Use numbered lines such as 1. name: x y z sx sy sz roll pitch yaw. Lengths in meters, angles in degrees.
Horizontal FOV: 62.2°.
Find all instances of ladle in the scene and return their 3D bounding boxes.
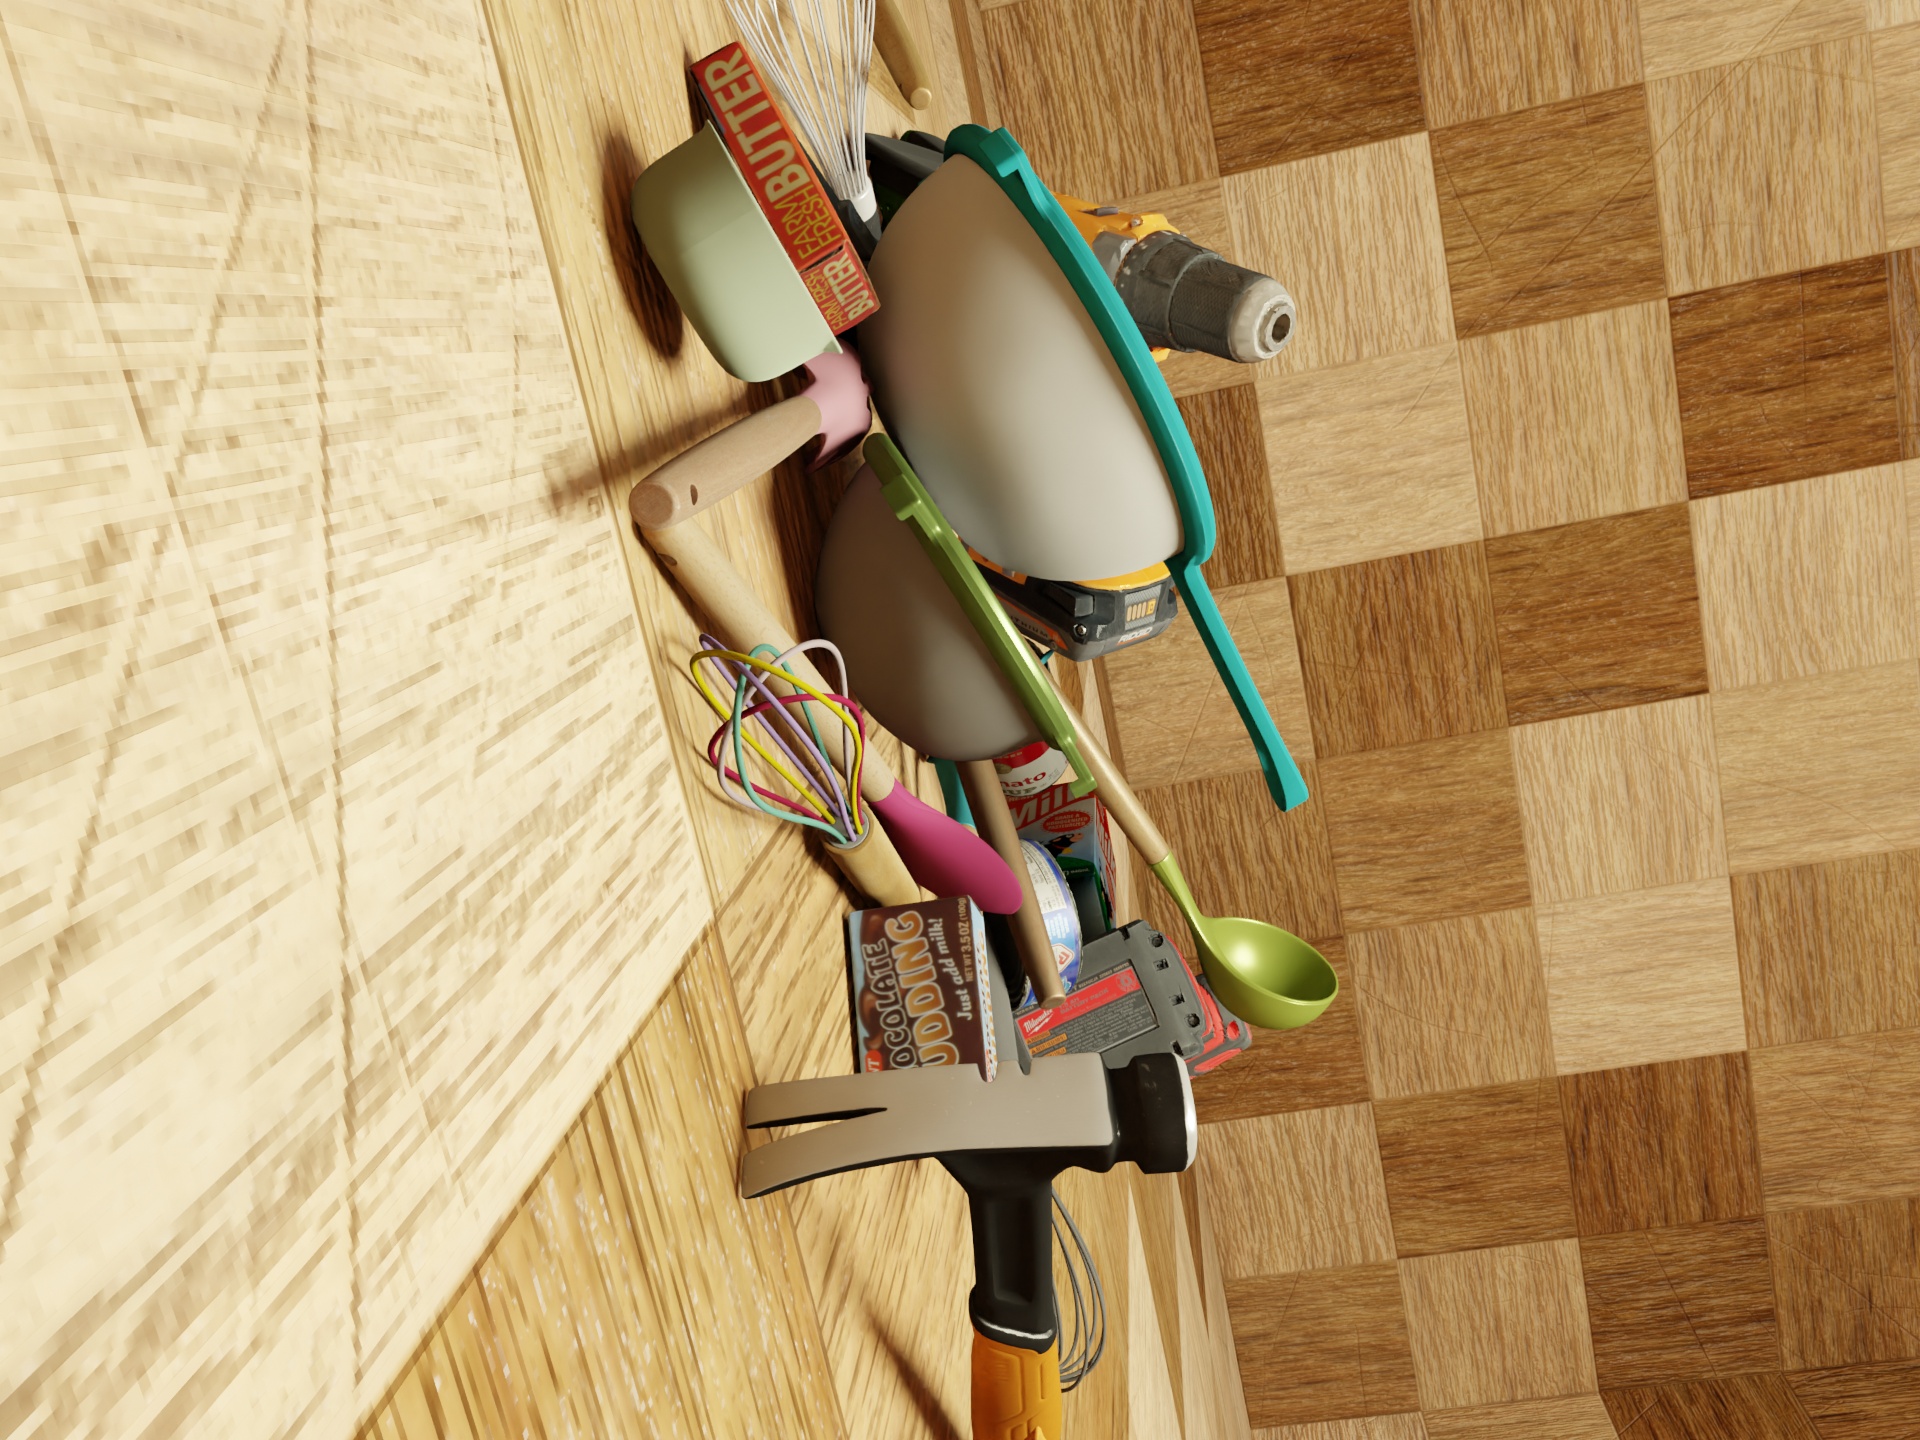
1. ladle: 0.101 0.046 0.836 0.320 0.062 0.078 53 13 -22
2. ladle: -0.048 -0.377 0.819 0.316 0.031 0.069 -107 -178 -47

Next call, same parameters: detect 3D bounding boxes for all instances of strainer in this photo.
1. strainer: -0.031 -0.057 0.696 0.151 0.069 0.257 57 0 -26
2. strainer: 0.046 -0.085 0.704 0.340 0.095 0.211 60 -1 -16

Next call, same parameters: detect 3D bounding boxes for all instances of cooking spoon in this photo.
1. cooking spoon: -0.040 0.013 0.583 0.017 0.069 0.318 -66 153 -19

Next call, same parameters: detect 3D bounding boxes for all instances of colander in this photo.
1. colander: 0.000 -0.318 1.054 0.397 0.204 0.094 -116 -136 -59

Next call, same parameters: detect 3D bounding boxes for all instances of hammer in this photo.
1. hammer: 0.011 0.220 0.558 0.336 0.127 0.034 85 1 -46

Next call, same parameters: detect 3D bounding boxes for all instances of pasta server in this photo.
1. pasta server: -0.066 -0.097 0.537 0.316 0.040 0.060 -72 151 -72

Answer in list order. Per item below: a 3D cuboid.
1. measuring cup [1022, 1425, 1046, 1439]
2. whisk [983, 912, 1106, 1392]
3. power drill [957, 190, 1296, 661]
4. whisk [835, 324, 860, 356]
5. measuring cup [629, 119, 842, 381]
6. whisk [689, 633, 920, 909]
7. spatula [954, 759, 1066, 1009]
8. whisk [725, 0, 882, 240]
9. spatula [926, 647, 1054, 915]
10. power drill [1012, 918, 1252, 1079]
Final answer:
1. measuring cup: -0.001 0.280 0.494 0.173 0.052 0.095 49 31 -70
2. whisk: 0.026 0.204 0.780 0.055 0.055 0.239 45 31 -75
3. power drill: 0.080 -0.147 0.826 0.185 0.084 0.226 31 -53 39
4. whisk: -0.027 -0.181 0.862 0.295 0.073 0.073 3 77 -75
5. measuring cup: -0.074 -0.145 0.544 0.083 0.038 0.167 60 1 -3
6. whisk: -0.041 0.032 0.549 0.244 0.047 0.051 69 12 -66
7. spatula: -0.001 -0.002 0.778 0.059 0.018 0.316 61 9 -56
8. whisk: -0.059 -0.277 0.769 0.284 0.070 0.070 75 9 -60
9. spatula: 0.010 0.078 0.766 0.044 0.082 0.318 34 35 -29
10. power drill: 0.091 0.190 0.943 0.079 0.143 0.219 67 9 21
